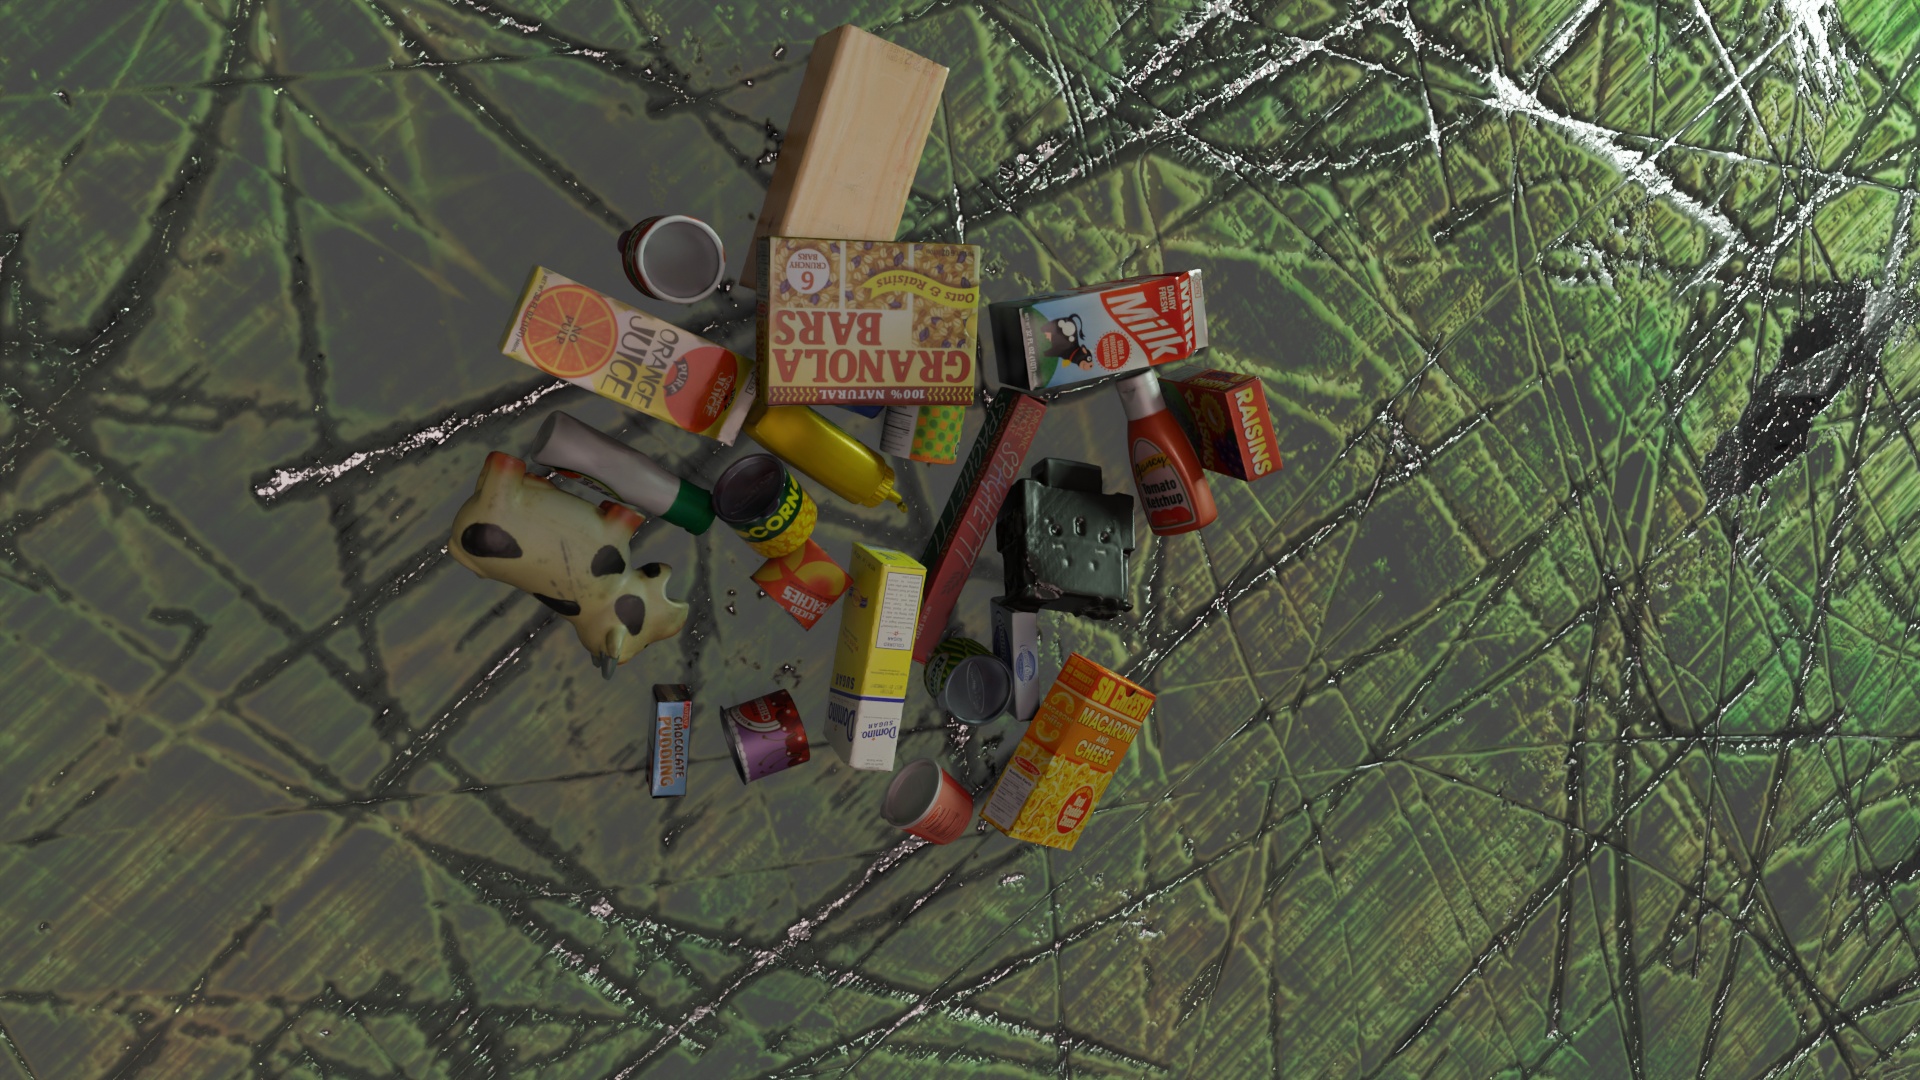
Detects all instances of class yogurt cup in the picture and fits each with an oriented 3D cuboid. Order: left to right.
[{"bbox_3d":[-0.026,0.235,1.234,0.054,0.072,0.072,39,86,-31],"label":"yogurt cup"}]

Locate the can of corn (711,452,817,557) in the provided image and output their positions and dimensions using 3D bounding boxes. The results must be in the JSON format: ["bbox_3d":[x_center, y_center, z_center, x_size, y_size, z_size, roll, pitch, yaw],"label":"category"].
[{"bbox_3d":[-0.155,-0.026,1.117,0.071,0.071,0.058,-45,142,-6],"label":"can of corn"}]

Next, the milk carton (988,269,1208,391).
[{"bbox_3d":[0.128,-0.184,1.198,0.191,0.073,0.072,-13,105,-18],"label":"milk carton"}]

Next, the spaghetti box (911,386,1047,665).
[{"bbox_3d":[0.004,-0.015,1.200,0.028,0.050,0.250,24,92,-24],"label":"spaghetti box"}]

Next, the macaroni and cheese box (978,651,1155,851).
[{"bbox_3d":[0.101,0.194,1.255,0.123,0.040,0.166,30,90,-54],"label":"macaroni and cheese box"}]

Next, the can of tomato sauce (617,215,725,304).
[{"bbox_3d":[-0.220,-0.215,1.055,0.071,0.083,0.071,-5,103,-20],"label":"can of tomato sauce"}]

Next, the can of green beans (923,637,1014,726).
[{"bbox_3d":[0.007,0.124,1.225,0.071,0.058,0.071,-5,103,-20],"label":"can of green beans"}]

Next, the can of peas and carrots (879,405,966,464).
[{"bbox_3d":[-0.029,-0.098,1.162,0.071,0.071,0.058,8,99,-22],"label":"can of peas and carrots"}]

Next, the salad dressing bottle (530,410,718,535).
[{"bbox_3d":[-0.260,-0.050,1.089,0.147,0.064,0.044,29,81,-31],"label":"salad dressing bottle"}]

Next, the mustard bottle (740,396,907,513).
[{"bbox_3d":[-0.104,-0.067,1.144,0.160,0.065,0.049,33,88,-29],"label":"mustard bottle"}]

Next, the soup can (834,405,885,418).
[{"bbox_3d":[-0.101,-0.141,1.127,0.084,0.071,0.071,17,95,-22],"label":"soup can"}]

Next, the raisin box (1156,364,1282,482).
[{"bbox_3d":[0.227,-0.105,1.225,0.040,0.123,0.086,-22,108,-14],"label":"raisin box"}]

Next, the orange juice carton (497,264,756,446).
[{"bbox_3d":[-0.248,-0.139,1.066,0.193,0.073,0.071,23,93,-24],"label":"orange juice carton"}]

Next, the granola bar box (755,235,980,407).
[{"bbox_3d":[-0.069,-0.164,1.048,0.166,0.039,0.124,-2,103,-21],"label":"granola bar box"}]

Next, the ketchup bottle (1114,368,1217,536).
[{"bbox_3d":[0.180,-0.080,1.248,0.044,0.064,0.148,-30,104,-44],"label":"ketchup bottle"}]

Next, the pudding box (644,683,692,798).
[{"bbox_3d":[-0.241,0.165,1.145,0.030,0.050,0.083,3,99,-19],"label":"pudding box"}]

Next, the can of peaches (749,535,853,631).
[{"bbox_3d":[-0.130,0.033,1.148,0.058,0.071,0.071,-47,113,-7],"label":"can of peaches"}]

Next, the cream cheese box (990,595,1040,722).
[{"bbox_3d":[0.049,0.104,1.239,0.024,0.053,0.103,-8,104,-21],"label":"cream cheese box"}]

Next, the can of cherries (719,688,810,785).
[{"bbox_3d":[-0.164,0.162,1.163,0.058,0.071,0.071,-18,107,-16],"label":"can of cherries"}]
